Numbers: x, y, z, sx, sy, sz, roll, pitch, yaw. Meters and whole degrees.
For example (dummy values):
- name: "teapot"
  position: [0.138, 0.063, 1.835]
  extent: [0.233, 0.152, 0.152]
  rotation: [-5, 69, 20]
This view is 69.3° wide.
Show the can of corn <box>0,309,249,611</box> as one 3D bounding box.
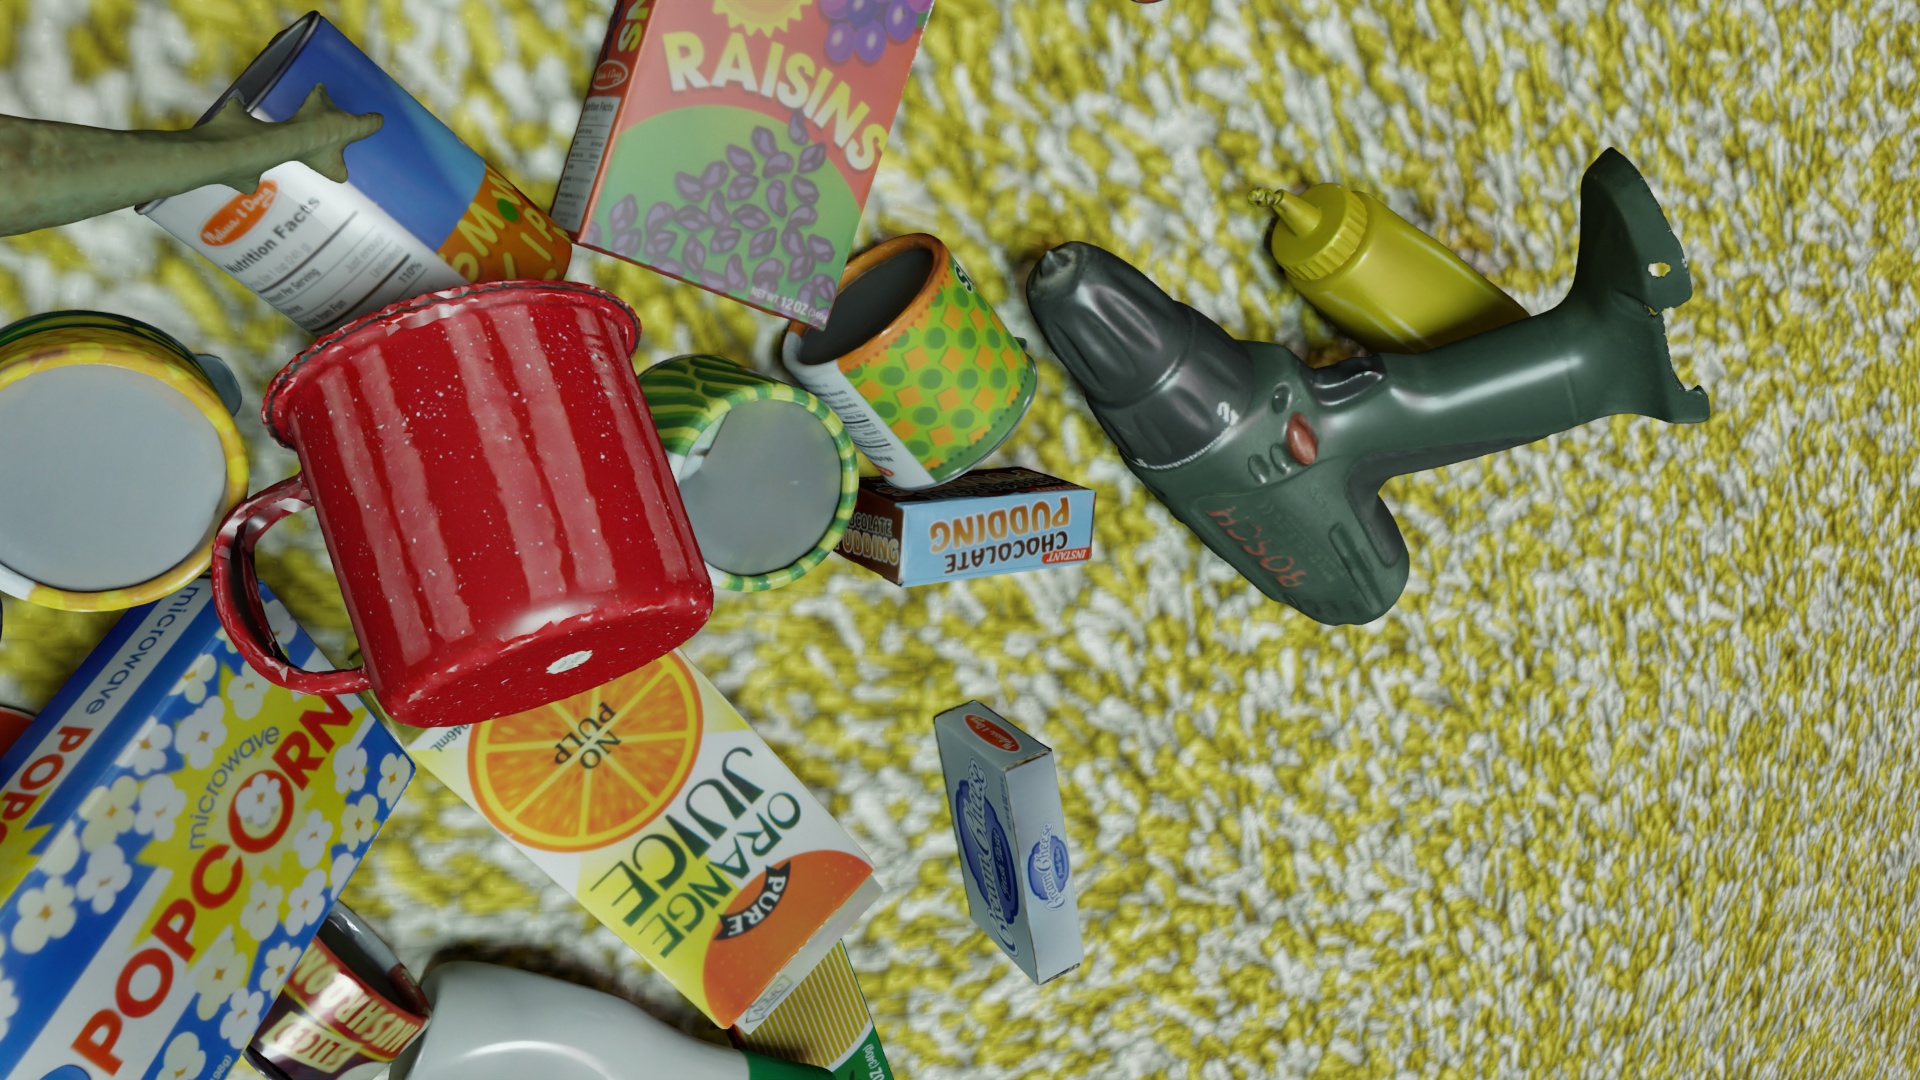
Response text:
- name: "can of corn"
  position: [-0.216, -0.022, 0.349]
  extent: [0.071, 0.058, 0.071]
  rotation: [-11, 111, -30]

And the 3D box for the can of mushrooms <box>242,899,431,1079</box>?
- name: "can of mushrooms"
  position: [-0.190, 0.131, 0.407]
  extent: [0.033, 0.071, 0.070]
  rotation: [-44, 124, -16]

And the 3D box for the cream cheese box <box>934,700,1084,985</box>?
- name: "cream cheese box"
  position: [0.020, 0.119, 0.552]
  extent: [0.024, 0.053, 0.103]
  rotation: [-21, 115, -24]

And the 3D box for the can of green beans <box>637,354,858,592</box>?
- name: "can of green beans"
  position: [-0.074, -0.023, 0.443]
  extent: [0.071, 0.058, 0.071]
  rotation: [-11, 111, -31]

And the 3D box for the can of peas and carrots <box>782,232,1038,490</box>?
- name: "can of peas and carrots"
  position: [-0.015, -0.062, 0.465]
  extent: [0.071, 0.071, 0.058]
  rotation: [-49, 124, -11]

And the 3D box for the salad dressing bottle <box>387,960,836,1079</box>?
- name: "salad dressing bottle"
  position: [-0.113, 0.183, 0.471]
  extent: [0.147, 0.044, 0.064]
  rotation: [24, 122, -25]

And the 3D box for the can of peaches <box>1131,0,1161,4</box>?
- name: "can of peaches"
  position: [0.055, -0.221, 0.459]
  extent: [0.058, 0.071, 0.071]
  rotation: [16, 95, -35]

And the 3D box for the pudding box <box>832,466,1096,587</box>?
- name: "pudding box"
  position: [0.002, -0.006, 0.504]
  extent: [0.084, 0.050, 0.030]
  rotation: [-6, 107, -32]

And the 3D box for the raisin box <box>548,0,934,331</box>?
- name: "raisin box"
  position: [-0.065, -0.137, 0.425]
  extent: [0.086, 0.040, 0.123]
  rotation: [16, 95, -35]

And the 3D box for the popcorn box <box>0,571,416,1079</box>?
- name: "popcorn box"
  position: [-0.201, 0.082, 0.348]
  extent: [0.084, 0.038, 0.127]
  rotation: [74, 25, -43]

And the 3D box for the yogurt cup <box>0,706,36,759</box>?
- name: "yogurt cup"
  position: [-0.259, 0.082, 0.356]
  extent: [0.072, 0.054, 0.072]
  rotation: [-10, 109, -31]

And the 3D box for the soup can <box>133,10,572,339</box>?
- name: "soup can"
  position: [-0.156, -0.086, 0.367]
  extent: [0.083, 0.071, 0.071]
  rotation: [42, 80, -36]

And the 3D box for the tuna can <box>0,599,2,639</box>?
- name: "tuna can"
  position: [-0.267, 0.016, 0.322]
  extent: [0.033, 0.071, 0.071]
  rotation: [-26, 126, 20]

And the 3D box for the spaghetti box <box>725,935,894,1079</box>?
- name: "spaghetti box"
  position: [-0.041, 0.261, 0.571]
  extent: [0.050, 0.029, 0.249]
  rotation: [-27, 118, -23]

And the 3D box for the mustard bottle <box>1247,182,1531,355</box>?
- name: "mustard bottle"
  position: [0.177, -0.108, 0.581]
  extent: [0.160, 0.065, 0.049]
  rotation: [26, 94, -32]

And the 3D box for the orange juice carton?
- name: "orange juice carton"
  position: [-0.097, 0.087, 0.453]
  extent: [0.072, 0.073, 0.192]
  rotation: [-45, 124, -16]
